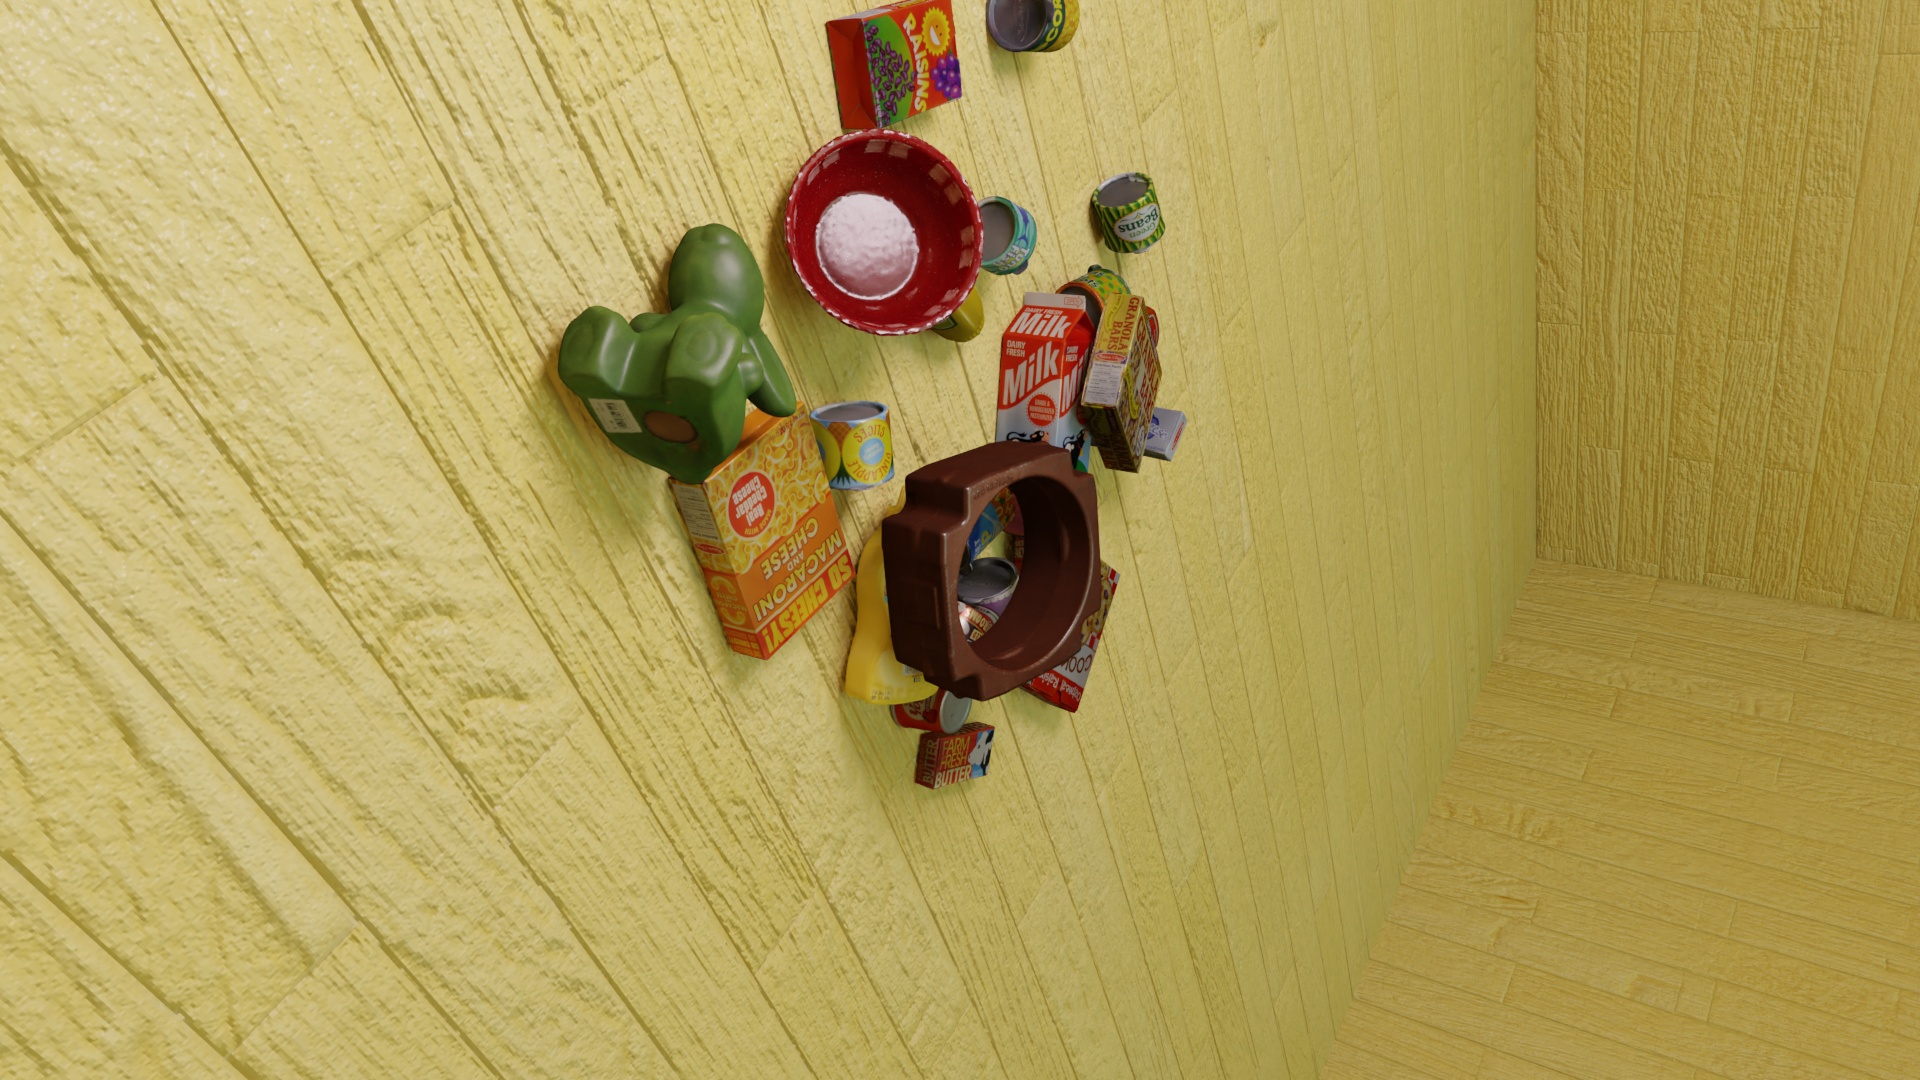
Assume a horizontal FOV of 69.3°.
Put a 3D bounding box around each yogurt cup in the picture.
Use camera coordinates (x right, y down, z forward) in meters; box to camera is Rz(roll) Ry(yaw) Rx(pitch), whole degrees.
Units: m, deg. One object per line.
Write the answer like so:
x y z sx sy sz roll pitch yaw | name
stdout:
-0.025 0.150 1.315 0.073 0.054 0.072 -25 121 -51 | yogurt cup

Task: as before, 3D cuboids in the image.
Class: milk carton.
0.086 -0.149 1.377 0.074 0.072 0.190 -13 110 -55 | milk carton

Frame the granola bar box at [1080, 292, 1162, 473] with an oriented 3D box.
0.165 -0.156 1.407 0.165 0.039 0.124 55 48 -65 | granola bar box

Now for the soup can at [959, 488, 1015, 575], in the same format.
0.005 -0.016 1.295 0.084 0.071 0.071 -45 134 -41 | soup can

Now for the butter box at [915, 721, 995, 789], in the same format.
-0.005 0.215 1.392 0.104 0.024 0.053 0 100 -57 | butter box

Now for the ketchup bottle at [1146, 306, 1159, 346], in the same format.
0.163 -0.203 1.504 0.149 0.043 0.064 -39 137 -44 | ketchup bottle

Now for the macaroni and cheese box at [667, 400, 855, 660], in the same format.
-0.151 -0.010 1.089 0.124 0.040 0.165 -46 134 -40 | macaroni and cheese box

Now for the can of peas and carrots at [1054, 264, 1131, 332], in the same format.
0.134 -0.243 1.427 0.059 0.071 0.070 -34 127 -47 | can of peas and carrots

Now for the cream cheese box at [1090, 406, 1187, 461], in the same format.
0.188 -0.122 1.511 0.053 0.104 0.024 -66 149 -17 | cream cheese box

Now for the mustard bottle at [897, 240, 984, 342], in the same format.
-0.015 -0.209 1.215 0.160 0.065 0.049 32 69 -59 | mustard bottle

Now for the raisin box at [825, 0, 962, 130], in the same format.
-0.051 -0.390 1.128 0.124 0.040 0.085 -38 129 -46 | raisin box

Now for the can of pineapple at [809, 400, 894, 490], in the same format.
-0.088 -0.078 1.137 0.071 0.071 0.057 -30 123 -49 | can of pineapple

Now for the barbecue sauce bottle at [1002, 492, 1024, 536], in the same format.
0.092 -0.039 1.431 0.149 0.065 0.043 -25 116 -61 | barbecue sauce bottle

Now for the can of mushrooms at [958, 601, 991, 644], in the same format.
-0.004 0.086 1.312 0.033 0.071 0.070 -62 144 -27 | can of mushrooms

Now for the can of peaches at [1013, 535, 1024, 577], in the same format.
0.085 0.019 1.433 0.071 0.071 0.058 -17 114 -54 | can of peaches

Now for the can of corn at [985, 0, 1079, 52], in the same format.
0.068 -0.475 1.253 0.058 0.071 0.071 -25 120 -52 | can of corn

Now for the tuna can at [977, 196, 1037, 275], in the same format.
0.035 -0.275 1.263 0.033 0.071 0.071 12 90 -55 | tuna can

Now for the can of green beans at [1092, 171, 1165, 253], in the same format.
0.177 -0.345 1.460 0.071 0.071 0.057 -57 141 -29 | can of green beans

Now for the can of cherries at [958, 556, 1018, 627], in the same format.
0.027 0.060 1.356 0.072 0.071 0.058 -47 137 -39 | can of cherries

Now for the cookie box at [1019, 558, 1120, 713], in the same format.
0.113 0.092 1.519 0.123 0.040 0.168 35 70 -55 | cookie box
